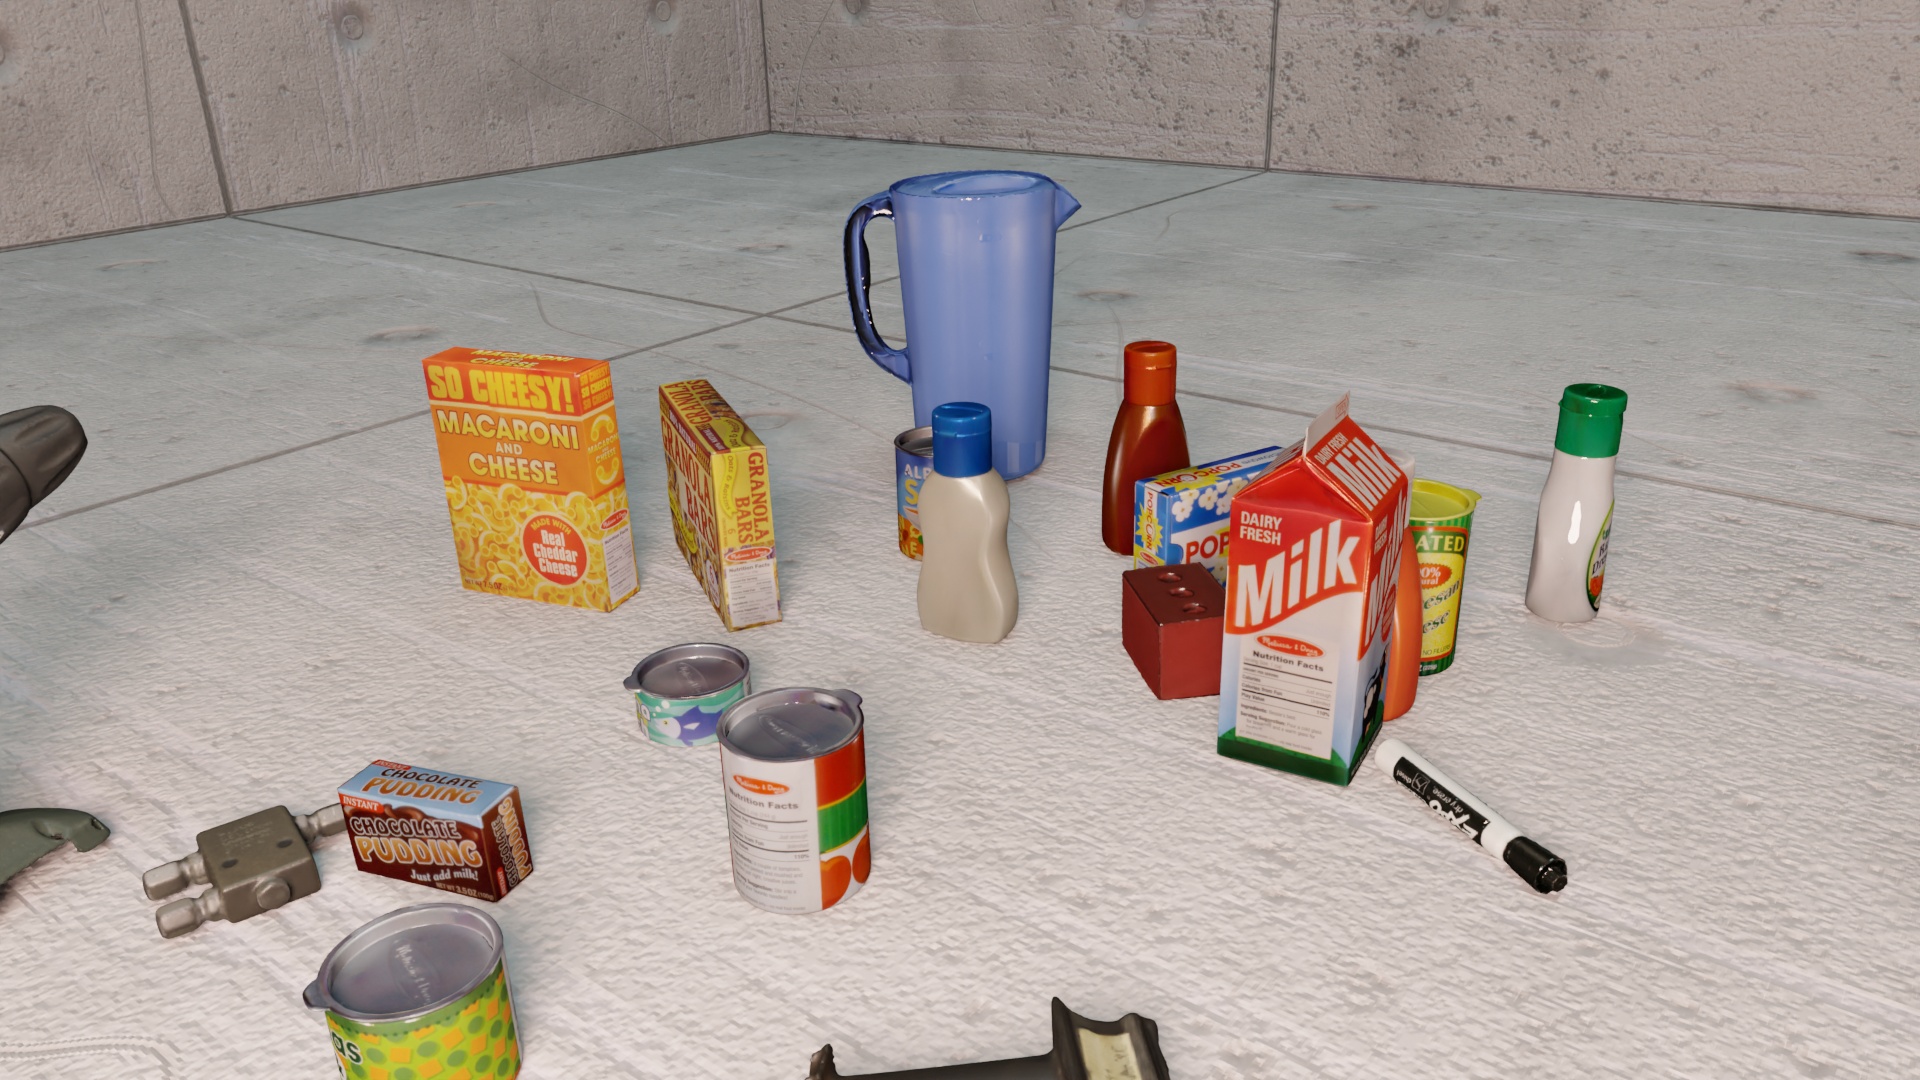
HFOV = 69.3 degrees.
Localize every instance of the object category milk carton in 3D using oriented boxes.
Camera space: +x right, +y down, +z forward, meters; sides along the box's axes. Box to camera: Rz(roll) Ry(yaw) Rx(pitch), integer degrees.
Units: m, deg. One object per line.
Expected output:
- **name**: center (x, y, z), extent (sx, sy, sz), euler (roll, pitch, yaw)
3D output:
- **milk carton**: center (0.183, 0.022, 0.719), extent (0.073, 0.189, 0.073), euler (11, 26, 28)

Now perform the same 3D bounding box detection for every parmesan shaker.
- **parmesan shaker**: center (0.269, 0.022, 0.826), extent (0.071, 0.102, 0.071), euler (-1, 23, 1)

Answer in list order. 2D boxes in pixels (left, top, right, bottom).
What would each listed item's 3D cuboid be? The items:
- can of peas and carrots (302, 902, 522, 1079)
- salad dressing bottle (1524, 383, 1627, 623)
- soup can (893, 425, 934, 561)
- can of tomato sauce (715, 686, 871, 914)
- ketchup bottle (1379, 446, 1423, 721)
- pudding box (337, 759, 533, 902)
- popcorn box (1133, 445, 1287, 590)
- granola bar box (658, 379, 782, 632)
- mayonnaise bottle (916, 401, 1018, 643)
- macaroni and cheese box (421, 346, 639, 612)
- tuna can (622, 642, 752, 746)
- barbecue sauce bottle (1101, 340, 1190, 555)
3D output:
- **can of peas and carrots**: center (-0.207, 0.183, 0.530), extent (0.071, 0.058, 0.071), euler (-1, 23, 1)
- **salad dressing bottle**: center (0.386, -0.023, 0.868), extent (0.044, 0.147, 0.064), euler (13, 26, 30)
- **soup can**: center (-0.013, -0.033, 0.996), extent (0.071, 0.083, 0.071), euler (-1, 23, 1)
- **can of tomato sauce**: center (-0.075, 0.119, 0.644), extent (0.071, 0.082, 0.071), euler (-1, 23, 1)
- **ketchup bottle**: center (0.225, 0.023, 0.767), extent (0.044, 0.148, 0.065), euler (-21, 29, -38)
- **pudding box**: center (-0.247, 0.136, 0.656), extent (0.084, 0.049, 0.030), euler (7, 24, 19)
- **popcorn box**: center (0.175, -0.008, 0.926), extent (0.127, 0.085, 0.038), euler (-15, 26, -28)
- **granola bar box**: center (-0.166, -0.028, 0.944), extent (0.039, 0.123, 0.166), euler (-10, 24, -20)
- **mayonnaise bottle**: center (0.003, -0.011, 0.862), extent (0.065, 0.147, 0.041), euler (10, 25, 26)
- **macaroni and cheese box**: center (-0.286, -0.042, 0.929), extent (0.124, 0.165, 0.040), euler (7, 24, 20)
- **tuna can**: center (-0.154, 0.087, 0.787), extent (0.071, 0.032, 0.071), euler (-1, 23, 1)
- **barbecue sauce bottle**: center (0.133, -0.065, 0.982), extent (0.065, 0.148, 0.044), euler (-10, 24, -20)
